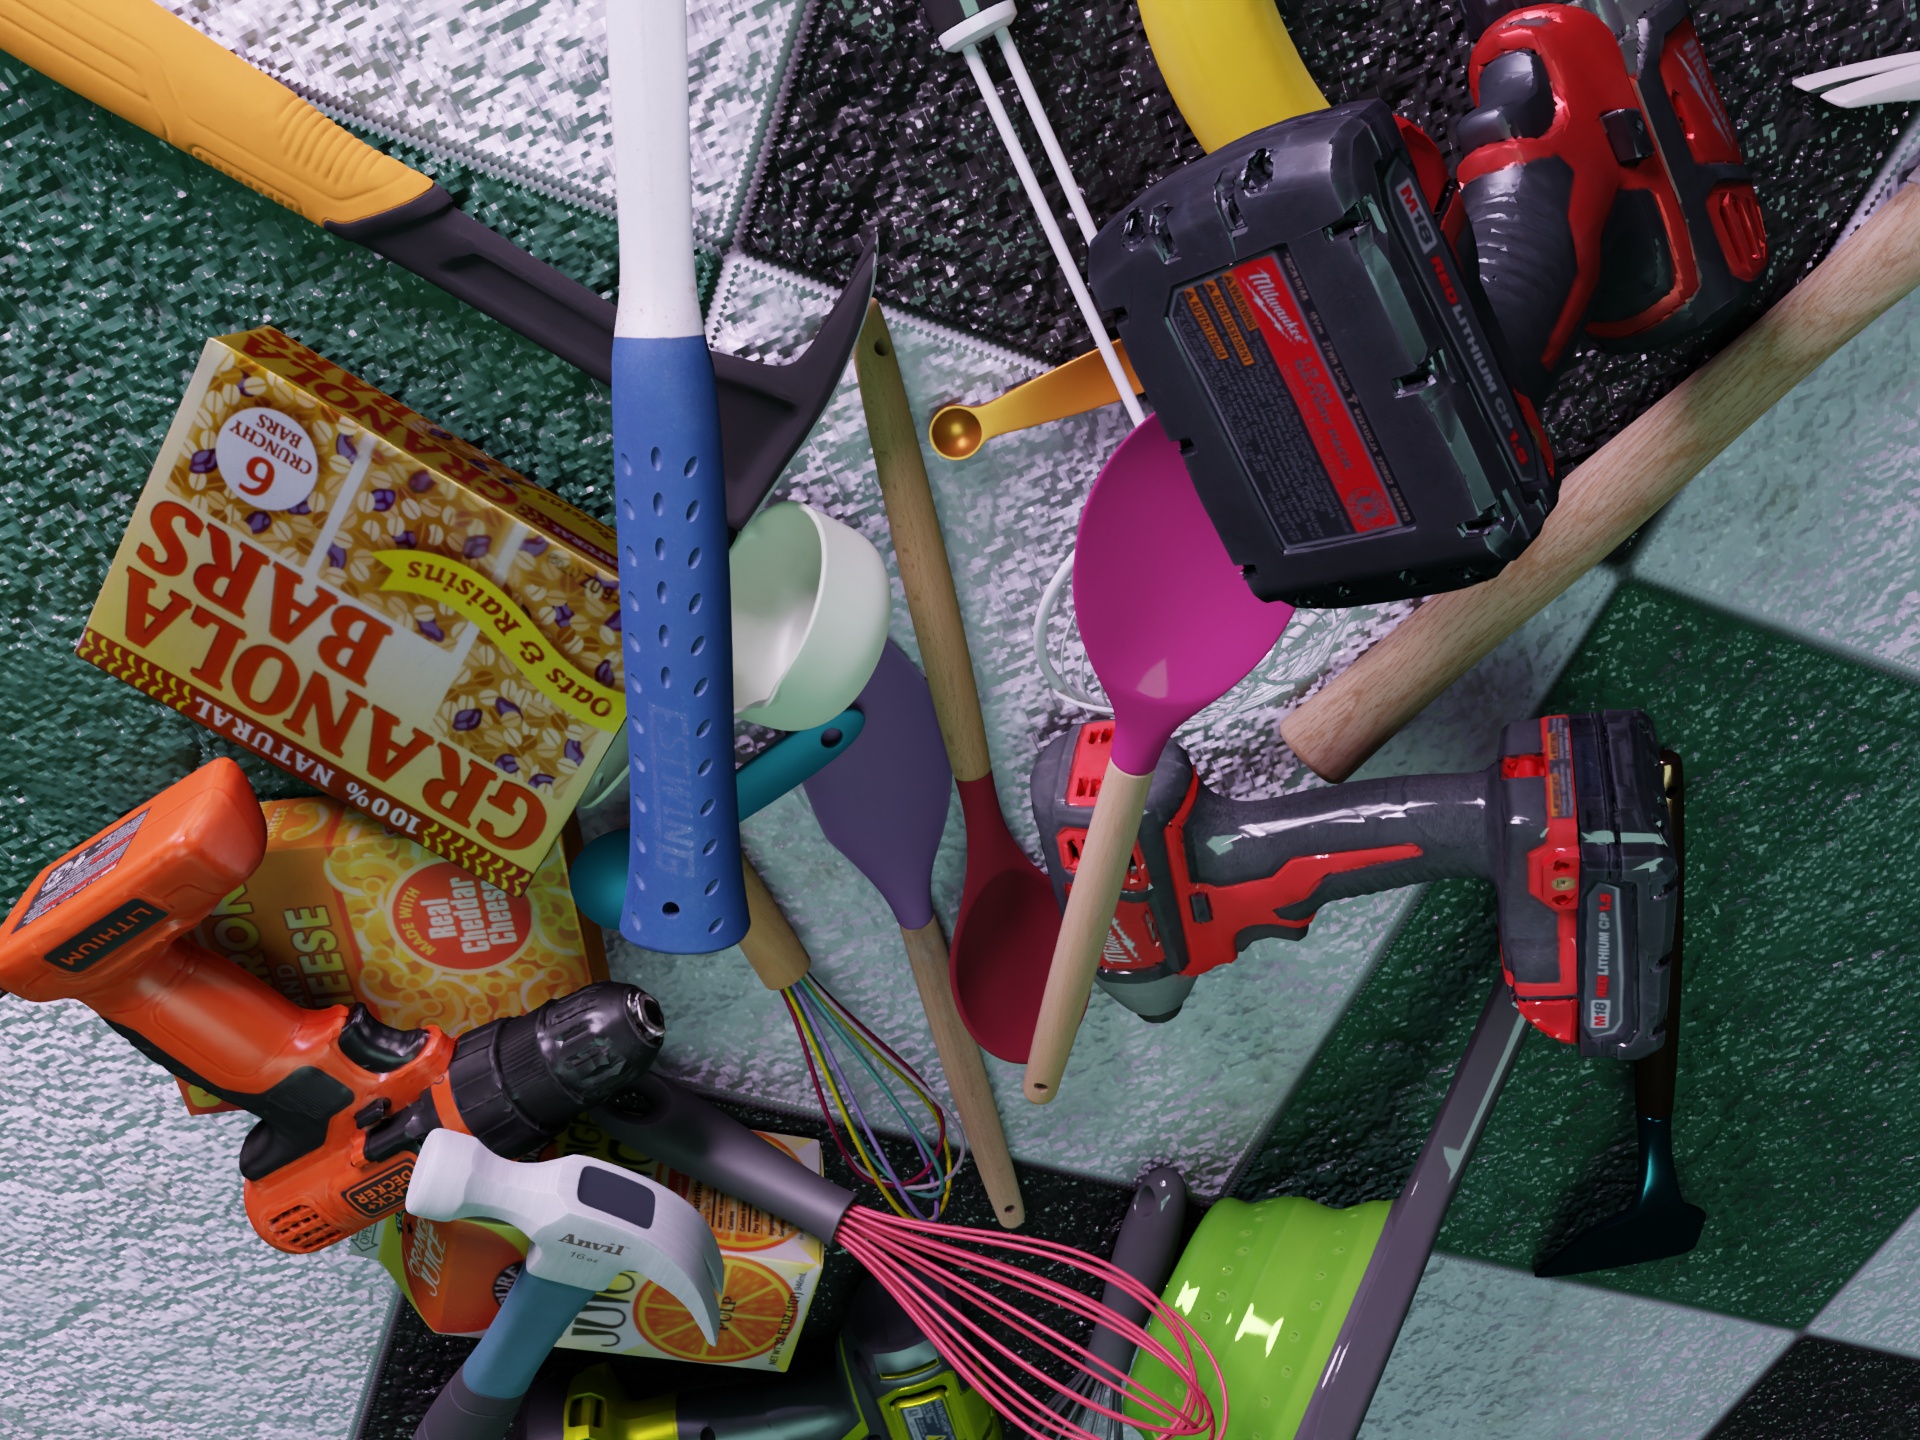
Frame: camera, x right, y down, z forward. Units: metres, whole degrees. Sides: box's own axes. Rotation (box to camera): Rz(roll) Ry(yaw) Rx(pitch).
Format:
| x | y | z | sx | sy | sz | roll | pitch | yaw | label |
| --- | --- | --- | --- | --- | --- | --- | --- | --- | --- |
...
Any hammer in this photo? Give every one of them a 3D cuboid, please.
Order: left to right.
| x | y | z | sx | sy | sz | roll | pitch | yaw | label |
| --- | --- | --- | --- | --- | --- | --- | --- | --- | --- |
| -0.189 | -0.170 | 0.469 | 0.336 | 0.034 | 0.127 | 28 | 121 | -19 | hammer |
| -0.196 | 0.275 | 0.655 | 0.128 | 0.033 | 0.331 | 20 | 129 | -17 | hammer |
| -0.079 | -0.120 | 0.449 | 0.144 | 0.035 | 0.405 | 1 | 111 | 0 | hammer |
| 0.245 | -0.095 | 0.564 | 0.130 | 0.031 | 0.331 | 38 | 111 | -24 | hammer |

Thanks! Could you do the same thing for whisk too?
| x | y | z | sx | sy | sz | roll | pitch | yaw | label |
| --- | --- | --- | --- | --- | --- | --- | --- | --- | --- |
| -0.061 | 0.118 | 0.658 | 0.047 | 0.051 | 0.244 | -40 | 118 | -25 | whisk |
| -0.030 | 0.211 | 0.639 | 0.296 | 0.073 | 0.073 | 24 | 120 | 16 | whisk |
| 0.072 | 0.314 | 0.784 | 0.055 | 0.055 | 0.238 | 9 | 114 | -11 | whisk |

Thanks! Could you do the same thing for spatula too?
| x | y | z | sx | sy | sz | roll | pitch | yaw | label |
| --- | --- | --- | --- | --- | --- | --- | --- | --- | --- |
| -0.010 | 0.101 | 0.662 | 0.060 | 0.018 | 0.315 | -18 | 121 | -6 | spatula |
| 0.308 | 0.149 | 0.722 | 0.082 | 0.044 | 0.317 | -10 | 116 | 1 | spatula |

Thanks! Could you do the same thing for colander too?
| x | y | z | sx | sy | sz | roll | pitch | yaw | label |
| --- | --- | --- | --- | --- | --- | --- | --- | --- | --- |
| 0.162 | 0.209 | 0.699 | 0.094 | 0.204 | 0.397 | 24 | 103 | 19 | colander |

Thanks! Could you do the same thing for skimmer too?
| x | y | z | sx | sy | sz | roll | pitch | yaw | label |
| --- | --- | --- | --- | --- | --- | --- | --- | --- | --- |
| 0.028 | -0.155 | 0.500 | 0.127 | 0.090 | 0.363 | -27 | 107 | 2 | skimmer |

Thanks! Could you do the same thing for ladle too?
| x | y | z | sx | sy | sz | roll | pitch | yaw | label |
| --- | --- | --- | --- | --- | --- | --- | --- | --- | --- |
| -0.001 | -0.002 | 0.594 | 0.069 | 0.031 | 0.315 | -30 | 122 | -29 | ladle |

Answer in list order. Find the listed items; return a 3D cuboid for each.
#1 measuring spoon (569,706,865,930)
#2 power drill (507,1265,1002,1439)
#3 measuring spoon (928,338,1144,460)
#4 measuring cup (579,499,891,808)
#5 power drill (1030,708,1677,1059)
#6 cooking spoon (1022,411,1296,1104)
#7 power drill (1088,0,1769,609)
| x | y | z | sx | sy | sz | roll | pitch | yaw | label |
| --- | --- | --- | --- | --- | --- | --- | --- | --- | --- |
| -0.086 | 0.037 | 0.585 | 0.128 | 0.021 | 0.042 | -35 | 126 | 2 | measuring spoon |
| -0.092 | 0.364 | 0.778 | 0.223 | 0.080 | 0.171 | -14 | 121 | -1 | power drill |
| 0.044 | -0.117 | 0.545 | 0.117 | 0.011 | 0.021 | -21 | 118 | 3 | measuring spoon |
| -0.083 | -0.010 | 0.570 | 0.038 | 0.083 | 0.167 | 19 | 136 | -35 | measuring cup |
| 0.143 | 0.065 | 0.595 | 0.220 | 0.079 | 0.143 | -1 | 130 | 18 | power drill |
| 0.053 | 0.032 | 0.540 | 0.069 | 0.017 | 0.318 | 11 | 130 | 1 | cooking spoon |
| 0.133 | -0.155 | 0.427 | 0.080 | 0.227 | 0.187 | -7 | 119 | 51 | power drill |
